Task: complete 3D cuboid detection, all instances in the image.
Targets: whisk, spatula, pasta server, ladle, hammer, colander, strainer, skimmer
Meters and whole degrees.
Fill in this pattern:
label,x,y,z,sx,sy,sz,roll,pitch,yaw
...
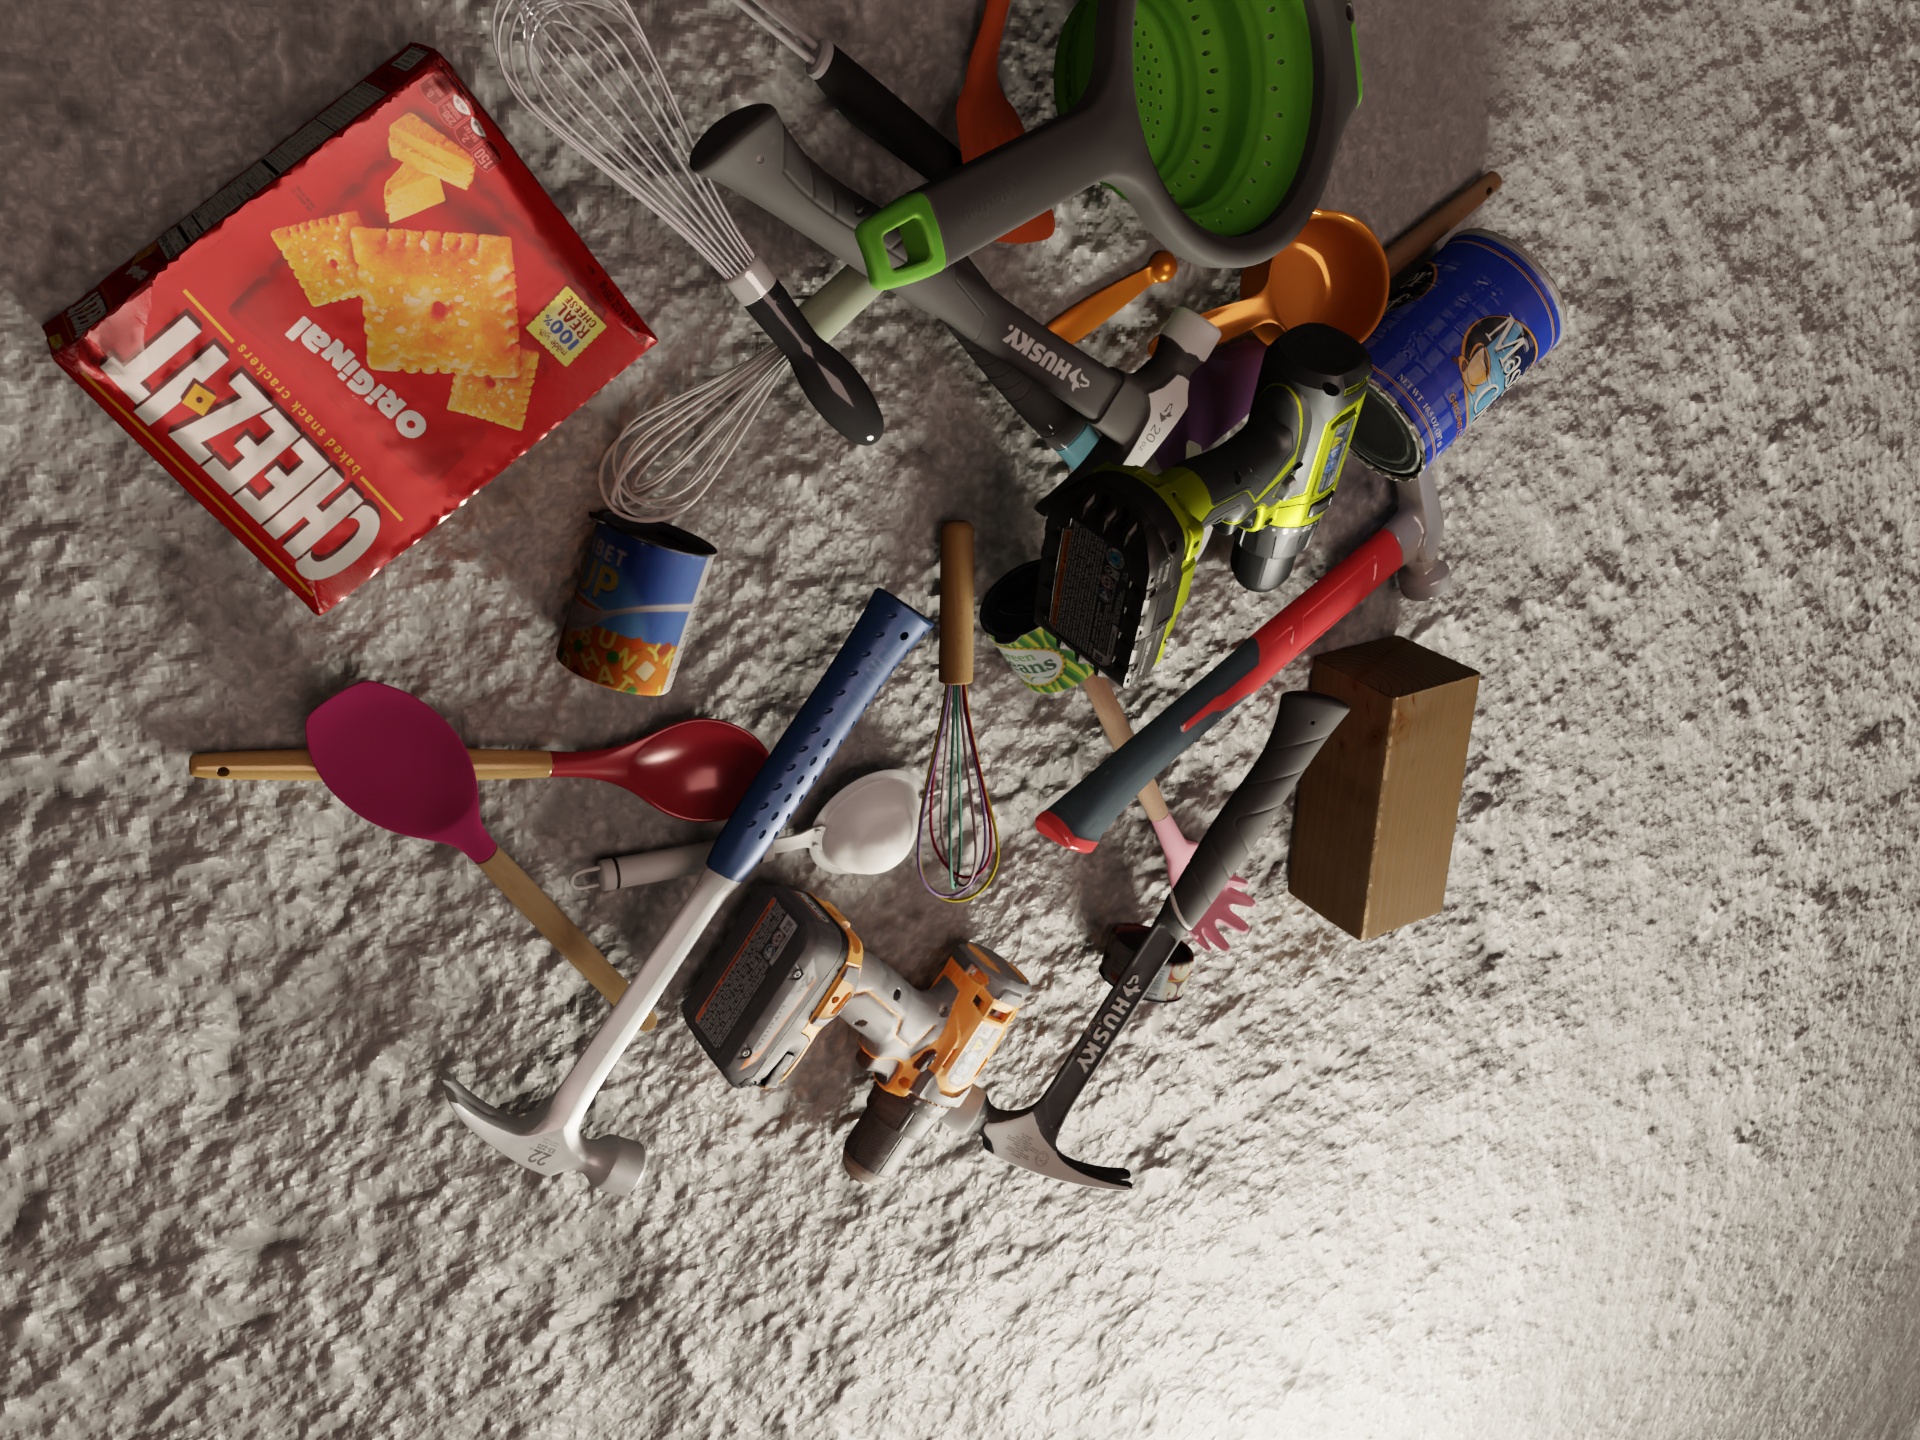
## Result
label,x,y,z,sx,sy,sz,roll,pitch,yaw
whisk,-0.100,-0.198,0.866,0.246,0.059,0.057,-45,165,-11
whisk,0.000,-0.003,1.004,0.051,0.047,0.245,-28,121,-67
spatula,0.033,-0.422,0.841,0.081,0.041,0.322,-21,124,-51
pasta server,0.138,0.051,1.139,0.060,0.040,0.315,-42,127,-17
ladle,-0.255,0.026,0.884,0.315,0.031,0.069,1,115,-31
spatula,0.245,-0.275,1.061,0.316,0.018,0.059,-38,128,-10
hammer,0.057,-0.181,0.956,0.128,0.033,0.330,-47,134,1
whisk,-0.125,-0.244,0.789,0.070,0.070,0.284,-44,120,-7
hammer,0.197,-0.049,1.106,0.386,0.038,0.143,-38,126,-18
colander,0.065,-0.312,0.834,0.397,0.094,0.204,-38,123,-33
strainer,-0.115,0.080,0.993,0.258,0.050,0.086,-8,131,-25
hammer,-0.002,-0.218,0.845,0.334,0.035,0.146,23,105,-41
hammer,0.150,0.154,1.125,0.149,0.036,0.409,31,100,-3
skimmer,-0.093,-0.363,0.757,0.363,0.090,0.127,27,65,-40
hammer,-0.150,0.097,0.937,0.144,0.035,0.405,31,95,-35

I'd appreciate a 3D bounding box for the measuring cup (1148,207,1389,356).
label,x,y,z,sx,sy,sz,roll,pitch,yaw
measuring cup,0.185,-0.260,1.005,0.173,0.052,0.095,-23,106,-13

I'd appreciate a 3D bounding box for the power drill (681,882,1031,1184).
label,x,y,z,sx,sy,sz,roll,pitch,yaw
power drill,-0.075,0.217,1.061,0.226,0.084,0.185,28,97,-43

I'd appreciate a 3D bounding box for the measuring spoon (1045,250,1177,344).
label,x,y,z,sx,sy,sz,roll,pitch,yaw
measuring spoon,0.089,-0.253,0.976,0.117,0.011,0.021,-35,127,-13

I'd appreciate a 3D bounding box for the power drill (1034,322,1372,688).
label,x,y,z,sx,sy,sz,roll,pitch,yaw
power drill,0.151,-0.117,0.968,0.228,0.080,0.190,-35,150,-31

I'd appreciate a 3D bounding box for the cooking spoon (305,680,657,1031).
label,x,y,z,sx,sy,sz,roll,pitch,yaw
cooking spoon,-0.256,0.090,0.902,0.069,0.017,0.318,-33,132,-4
